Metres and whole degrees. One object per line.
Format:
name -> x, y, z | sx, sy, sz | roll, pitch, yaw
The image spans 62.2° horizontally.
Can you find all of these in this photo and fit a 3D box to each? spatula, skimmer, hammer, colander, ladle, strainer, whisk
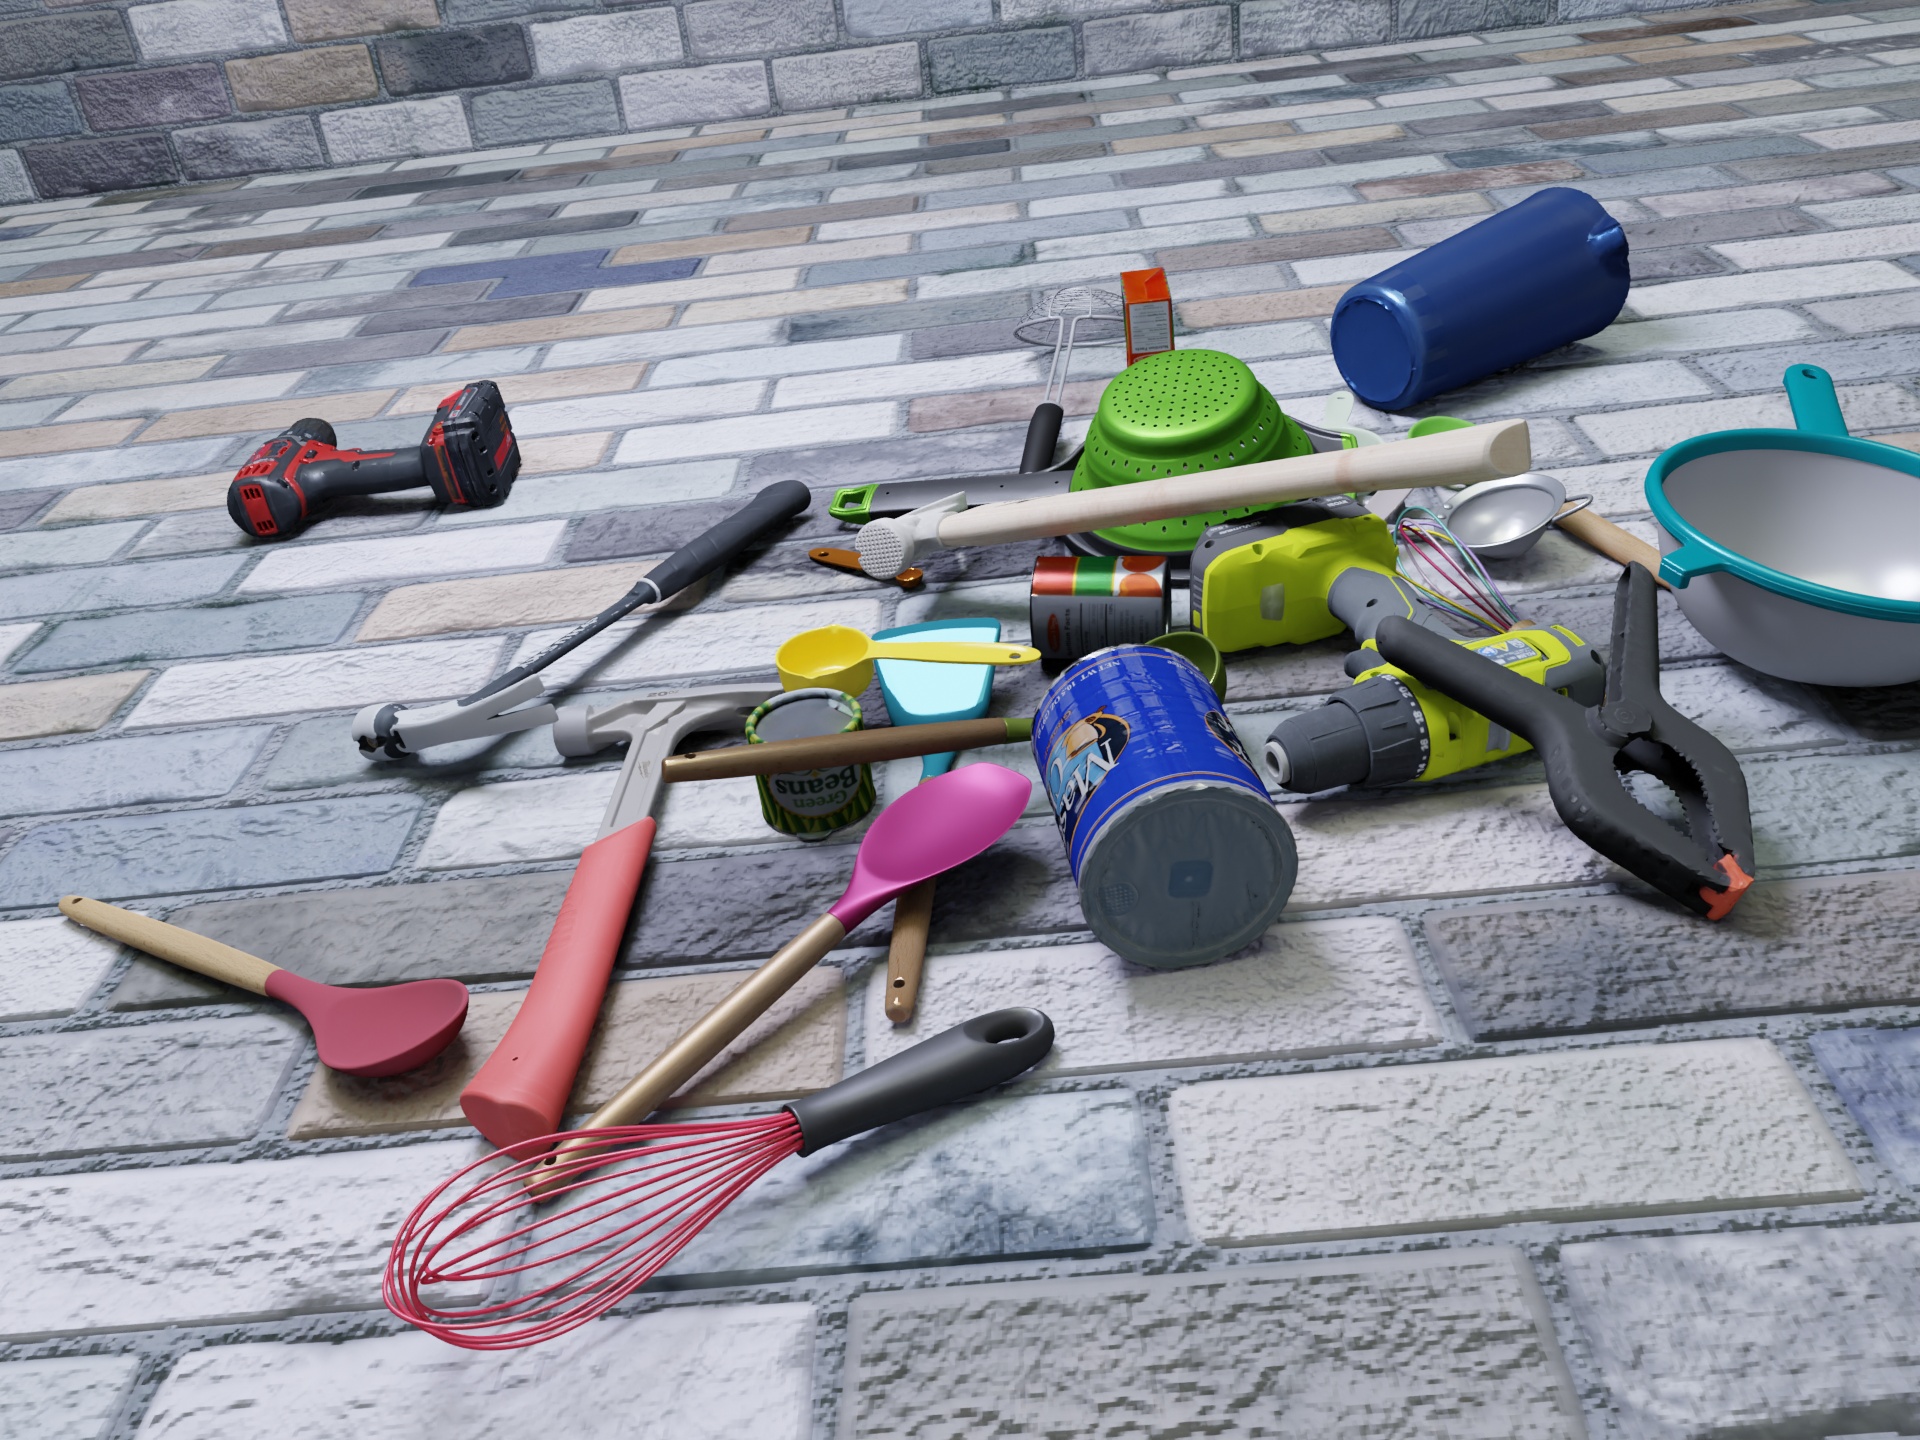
spatula -> -0.022, 0.042, 0.862 | 0.082, 0.044, 0.318 | -6, 32, 8
skimmer -> 0.090, -0.276, 1.378 | 0.127, 0.090, 0.364 | 0, 42, 13
hammer -> -0.224, -0.085, 1.101 | 0.149, 0.036, 0.409 | -7, 24, 34
colander -> 0.081, -0.194, 1.148 | 0.397, 0.094, 0.205 | -1, 46, 18
ladle -> -0.001, -0.003, 0.854 | 0.320, 0.062, 0.078 | -7, 25, -21
strainer -> 0.509, -0.114, 0.953 | 0.211, 0.095, 0.340 | 12, 36, 15
hammer -> 0.143, -0.143, 1.001 | 0.411, 0.038, 0.146 | -5, 14, 27
whisk -> 0.329, -0.065, 0.963 | 0.047, 0.051, 0.245 | 9, 28, -28
ladle -> -0.367, 0.128, 0.812 | 0.315, 0.031, 0.069 | 10, 33, 30
whisk -> -0.085, 0.175, 0.649 | 0.295, 0.073, 0.073 | -17, 32, -28
hammer -> -0.177, 0.084, 0.835 | 0.149, 0.036, 0.359 | -5, 31, 4
strainer -> 0.309, -0.144, 1.103 | 0.259, 0.050, 0.087 | 12, 47, 38

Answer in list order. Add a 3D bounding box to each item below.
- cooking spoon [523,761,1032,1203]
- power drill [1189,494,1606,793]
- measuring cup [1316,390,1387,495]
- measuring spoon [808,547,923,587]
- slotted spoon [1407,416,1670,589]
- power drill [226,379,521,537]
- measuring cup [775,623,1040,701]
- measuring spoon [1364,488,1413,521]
cooking spoon -> -0.077, 0.113, 0.753 | 0.069, 0.017, 0.319 | 20, 47, 38
power drill -> 0.224, -0.041, 0.918 | 0.190, 0.080, 0.229 | -15, 35, -14
measuring cup -> 0.288, -0.211, 1.222 | 0.083, 0.038, 0.168 | 3, 31, 16
measuring spoon -> -0.071, -0.111, 1.161 | 0.117, 0.011, 0.021 | 18, 39, 41
slotted spoon -> 0.412, -0.142, 1.092 | 0.070, 0.031, 0.314 | -16, 34, -14
power drill -> -0.510, -0.234, 1.395 | 0.226, 0.080, 0.188 | -10, 31, 1
measuring cup -> -0.030, -0.029, 0.927 | 0.156, 0.029, 0.062 | 1, 34, 10
measuring spoon -> 0.277, -0.129, 1.076 | 0.034, 0.018, 0.124 | 25, 62, 39
